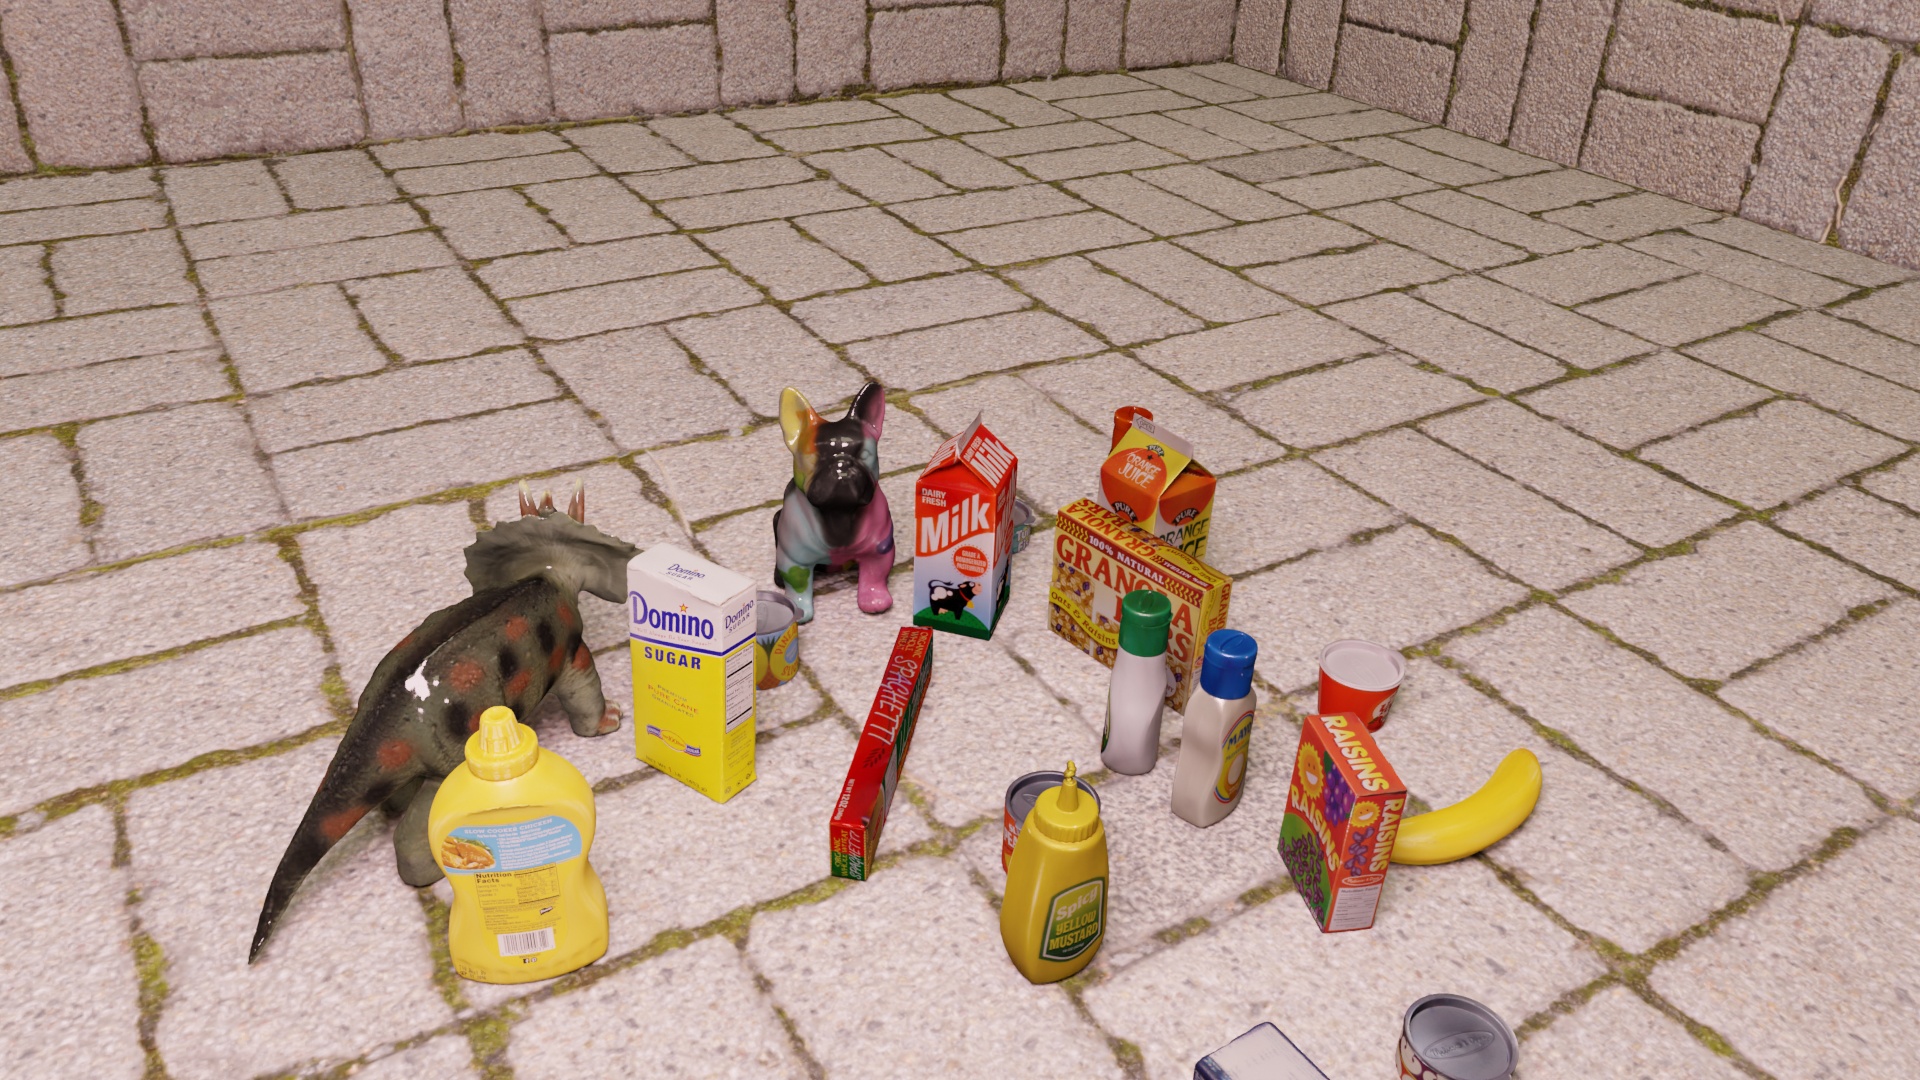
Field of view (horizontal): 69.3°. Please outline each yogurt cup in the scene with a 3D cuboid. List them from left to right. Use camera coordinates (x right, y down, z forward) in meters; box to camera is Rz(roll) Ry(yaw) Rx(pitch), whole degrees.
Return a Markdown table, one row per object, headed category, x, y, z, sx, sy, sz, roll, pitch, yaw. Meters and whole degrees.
| category | x | y | z | sx | sy | sz | roll | pitch | yaw |
| --- | --- | --- | --- | --- | --- | --- | --- | --- | --- |
| yogurt cup | 0.323 | 0.121 | 1.132 | 0.072 | 0.053 | 0.073 | 2 | 30 | -1 |

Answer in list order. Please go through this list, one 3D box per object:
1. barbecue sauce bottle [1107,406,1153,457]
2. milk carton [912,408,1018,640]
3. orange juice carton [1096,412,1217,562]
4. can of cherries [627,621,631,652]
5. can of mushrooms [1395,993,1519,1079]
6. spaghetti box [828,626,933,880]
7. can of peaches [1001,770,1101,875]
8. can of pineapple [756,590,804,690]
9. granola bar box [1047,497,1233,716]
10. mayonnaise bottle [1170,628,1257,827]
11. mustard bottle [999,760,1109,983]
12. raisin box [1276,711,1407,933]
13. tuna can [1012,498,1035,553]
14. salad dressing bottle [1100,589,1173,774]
| category | x | y | z | sx | sy | sz | roll | pitch | yaw |
| --- | --- | --- | --- | --- | --- | --- | --- | --- | --- |
| barbecue sauce bottle | 0.159 | -0.054 | 1.322 | 0.044 | 0.147 | 0.065 | 6 | 30 | 6 |
| milk carton | 0.004 | -0.015 | 1.203 | 0.073 | 0.189 | 0.073 | 10 | 31 | 13 |
| orange juice carton | 0.166 | -0.012 | 1.209 | 0.073 | 0.191 | 0.072 | -19 | 37 | -33 |
| can of cherries | -0.235 | 0.096 | 1.126 | 0.071 | 0.058 | 0.072 | 2 | 30 | -1 |
| can of mushrooms | 0.297 | 0.309 | 0.830 | 0.071 | 0.033 | 0.071 | 2 | 31 | -1 |
| spaghetti box | -0.056 | 0.152 | 1.053 | 0.029 | 0.050 | 0.251 | 7 | 31 | 7 |
| can of peaches | 0.061 | 0.204 | 0.966 | 0.071 | 0.057 | 0.071 | 2 | 30 | -1 |
| can of pineapple | -0.166 | 0.083 | 1.153 | 0.071 | 0.057 | 0.071 | 2 | 30 | -1 |
| granola bar box | 0.145 | 0.054 | 1.163 | 0.039 | 0.123 | 0.166 | -22 | 38 | -35 |
| mayonnaise bottle | 0.187 | 0.135 | 1.005 | 0.041 | 0.147 | 0.065 | 26 | 38 | 35 |
| mustard bottle | 0.062 | 0.204 | 0.866 | 0.065 | 0.159 | 0.049 | -15 | 34 | -27 |
| raisin box | 0.257 | 0.190 | 0.941 | 0.040 | 0.122 | 0.086 | -3 | 31 | -9 |
| tuna can | 0.039 | -0.014 | 1.359 | 0.071 | 0.032 | 0.071 | 2 | 31 | -1 |
| salad dressing bottle | 0.134 | 0.107 | 1.048 | 0.044 | 0.146 | 0.064 | 11 | 31 | 13 |
